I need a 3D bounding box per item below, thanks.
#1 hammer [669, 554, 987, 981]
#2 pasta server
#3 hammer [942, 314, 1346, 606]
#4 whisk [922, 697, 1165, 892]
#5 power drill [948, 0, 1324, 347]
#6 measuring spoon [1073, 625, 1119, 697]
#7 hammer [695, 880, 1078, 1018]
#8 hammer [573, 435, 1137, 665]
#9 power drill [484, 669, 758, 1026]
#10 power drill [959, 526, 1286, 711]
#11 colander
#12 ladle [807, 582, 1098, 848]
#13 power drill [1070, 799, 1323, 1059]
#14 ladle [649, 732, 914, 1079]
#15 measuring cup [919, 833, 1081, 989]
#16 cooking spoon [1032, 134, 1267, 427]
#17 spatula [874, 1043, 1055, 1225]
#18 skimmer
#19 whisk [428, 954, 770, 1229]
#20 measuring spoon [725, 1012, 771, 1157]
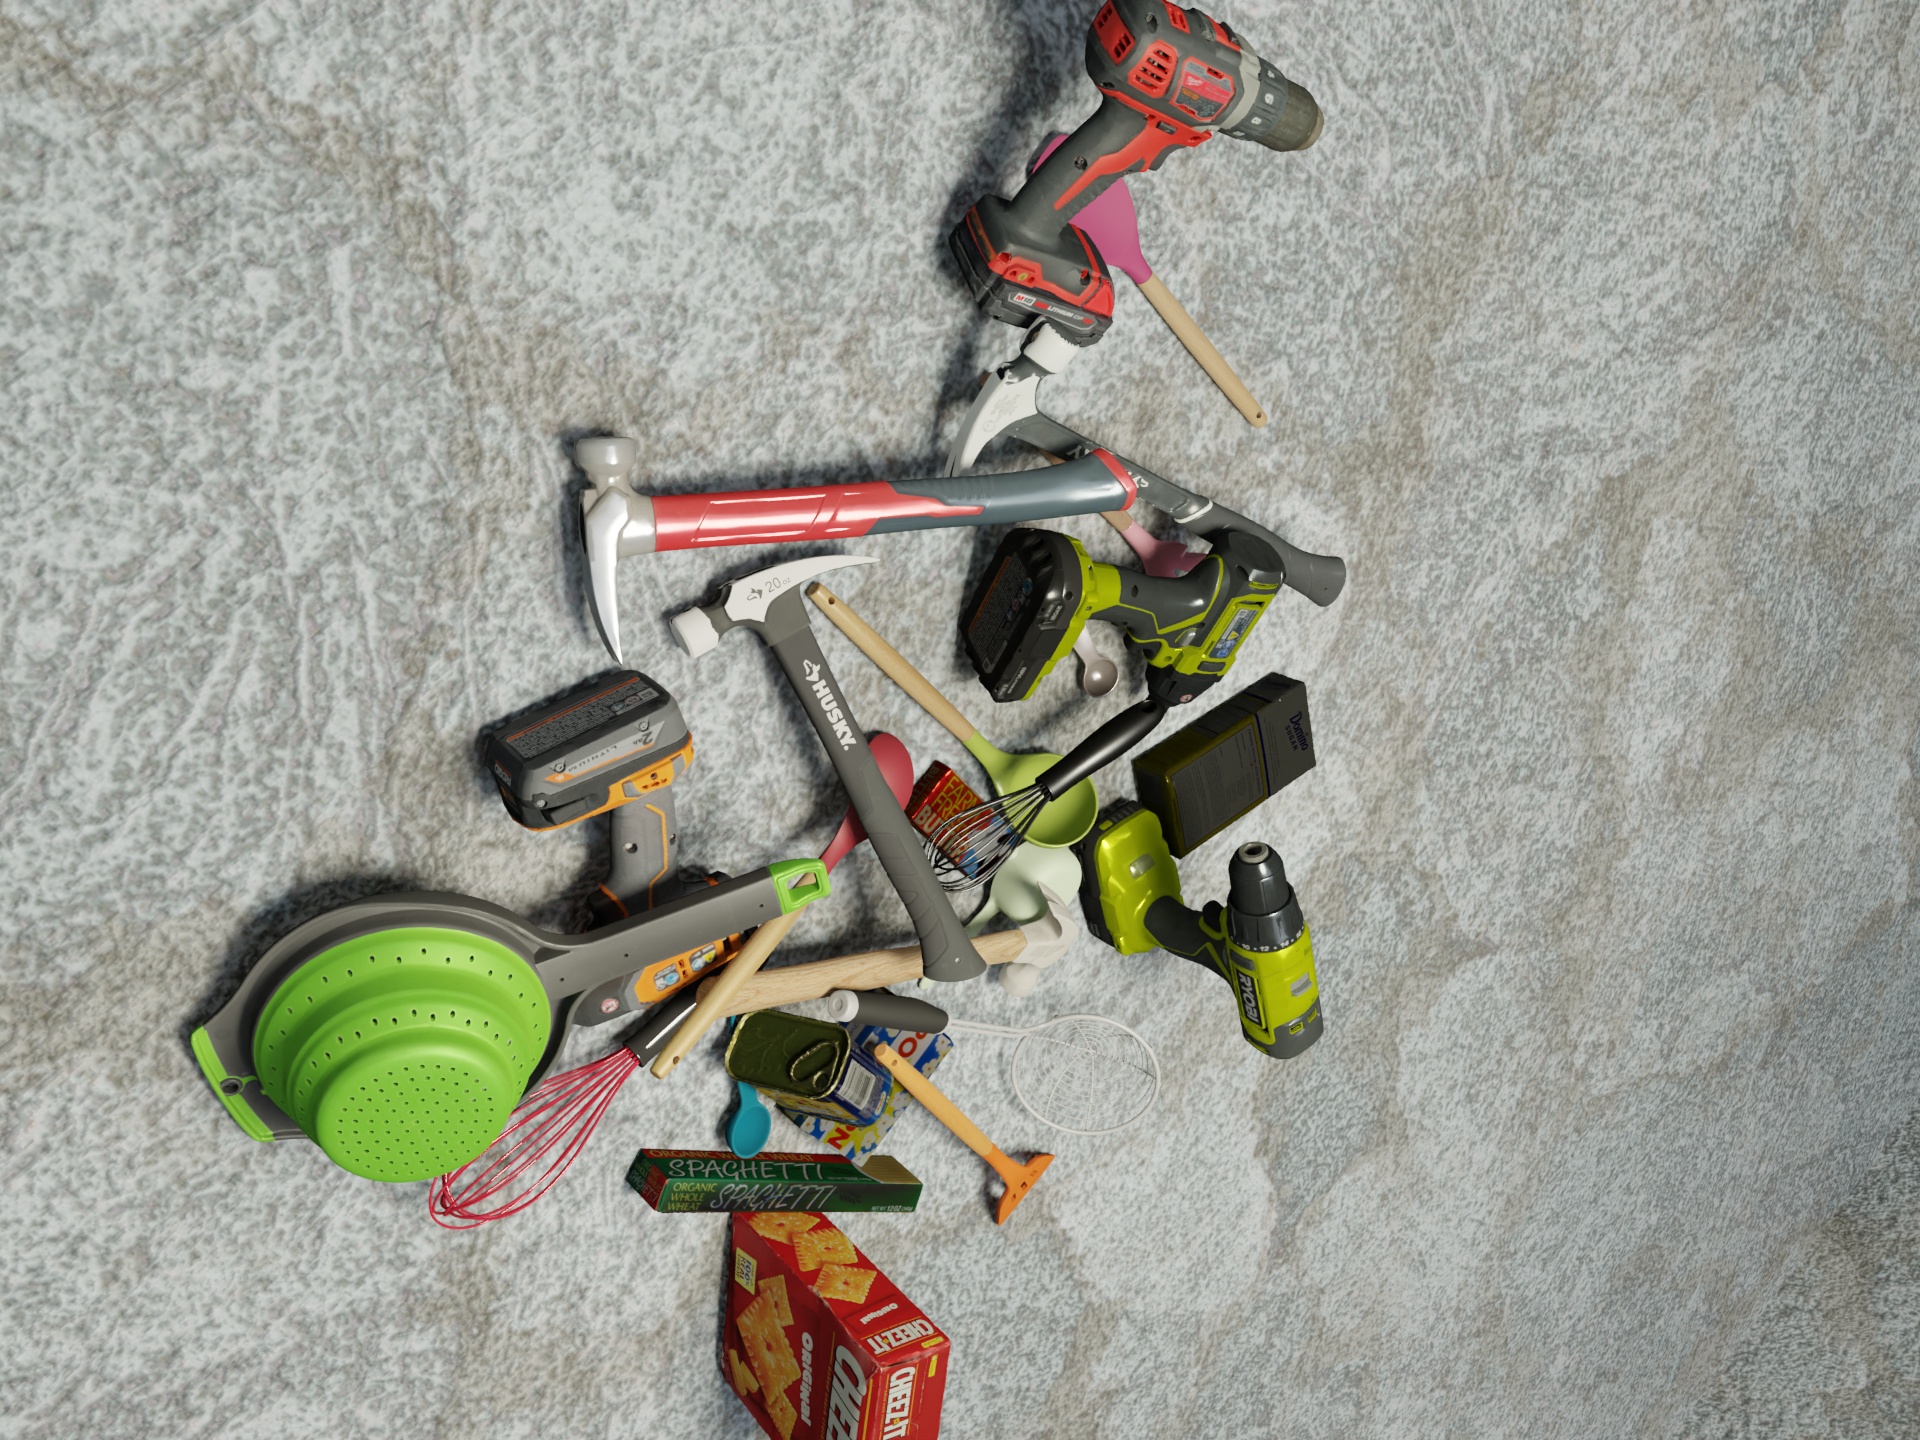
[{"bbox_3d":[-0.063,0.040,1.119,0.146,0.035,0.334,-31,105,-18],"label":"hammer"},{"bbox_3d":[0.118,-0.167,1.243,0.060,0.040,0.315,-52,128,-2],"label":"pasta server"},{"bbox_3d":[0.162,-0.163,1.217,0.408,0.036,0.149,20,122,-38],"label":"hammer"},{"bbox_3d":[0.067,0.053,1.212,0.239,0.055,0.055,-36,125,-18],"label":"whisk"},{"bbox_3d":[0.119,-0.361,1.063,0.187,0.080,0.226,7,140,-38],"label":"power drill"},{"bbox_3d":[0.091,-0.070,1.278,0.034,0.018,0.124,-37,119,-11],"label":"measuring spoon"},{"bbox_3d":[-0.045,0.183,1.200,0.331,0.031,0.130,-3,140,-38],"label":"hammer"},{"bbox_3d":[-0.058,-0.127,1.065,0.386,0.038,0.143,-7,103,-22],"label":"hammer"},{"bbox_3d":[-0.234,0.098,1.055,0.164,0.084,0.226,-29,126,-26],"label":"power drill"},{"bbox_3d":[0.121,-0.070,1.220,0.223,0.080,0.171,2,135,-30],"label":"power drill"},{"bbox_3d":[-0.259,0.184,0.983,0.397,0.095,0.204,-20,127,-11],"label":"colander"},{"bbox_3d":[-0.002,-0.004,1.205,0.319,0.062,0.078,44,64,-36],"label":"ladle"},{"bbox_3d":[0.194,0.152,1.297,0.080,0.229,0.190,-31,123,-24],"label":"power drill"},{"bbox_3d":[-0.117,0.126,1.120,0.315,0.031,0.069,-52,136,-32],"label":"ladle"},{"bbox_3d":[0.034,0.167,1.300,0.167,0.038,0.083,-46,145,-7],"label":"measuring cup"},{"bbox_3d":[0.154,-0.324,1.221,0.318,0.017,0.069,39,83,-39],"label":"cooking spoon"},{"bbox_3d":[0.004,0.344,1.331,0.081,0.041,0.322,-49,134,-12],"label":"spatula"},{"bbox_3d":[0.030,0.270,1.263,0.127,0.090,0.363,-39,146,22],"label":"skimmer"},{"bbox_3d":[-0.246,0.248,1.120,0.296,0.073,0.073,-39,127,-26],"label":"whisk"},{"bbox_3d":[-0.169,0.271,1.213,0.042,0.021,0.128,-19,110,-50],"label":"measuring spoon"}]
